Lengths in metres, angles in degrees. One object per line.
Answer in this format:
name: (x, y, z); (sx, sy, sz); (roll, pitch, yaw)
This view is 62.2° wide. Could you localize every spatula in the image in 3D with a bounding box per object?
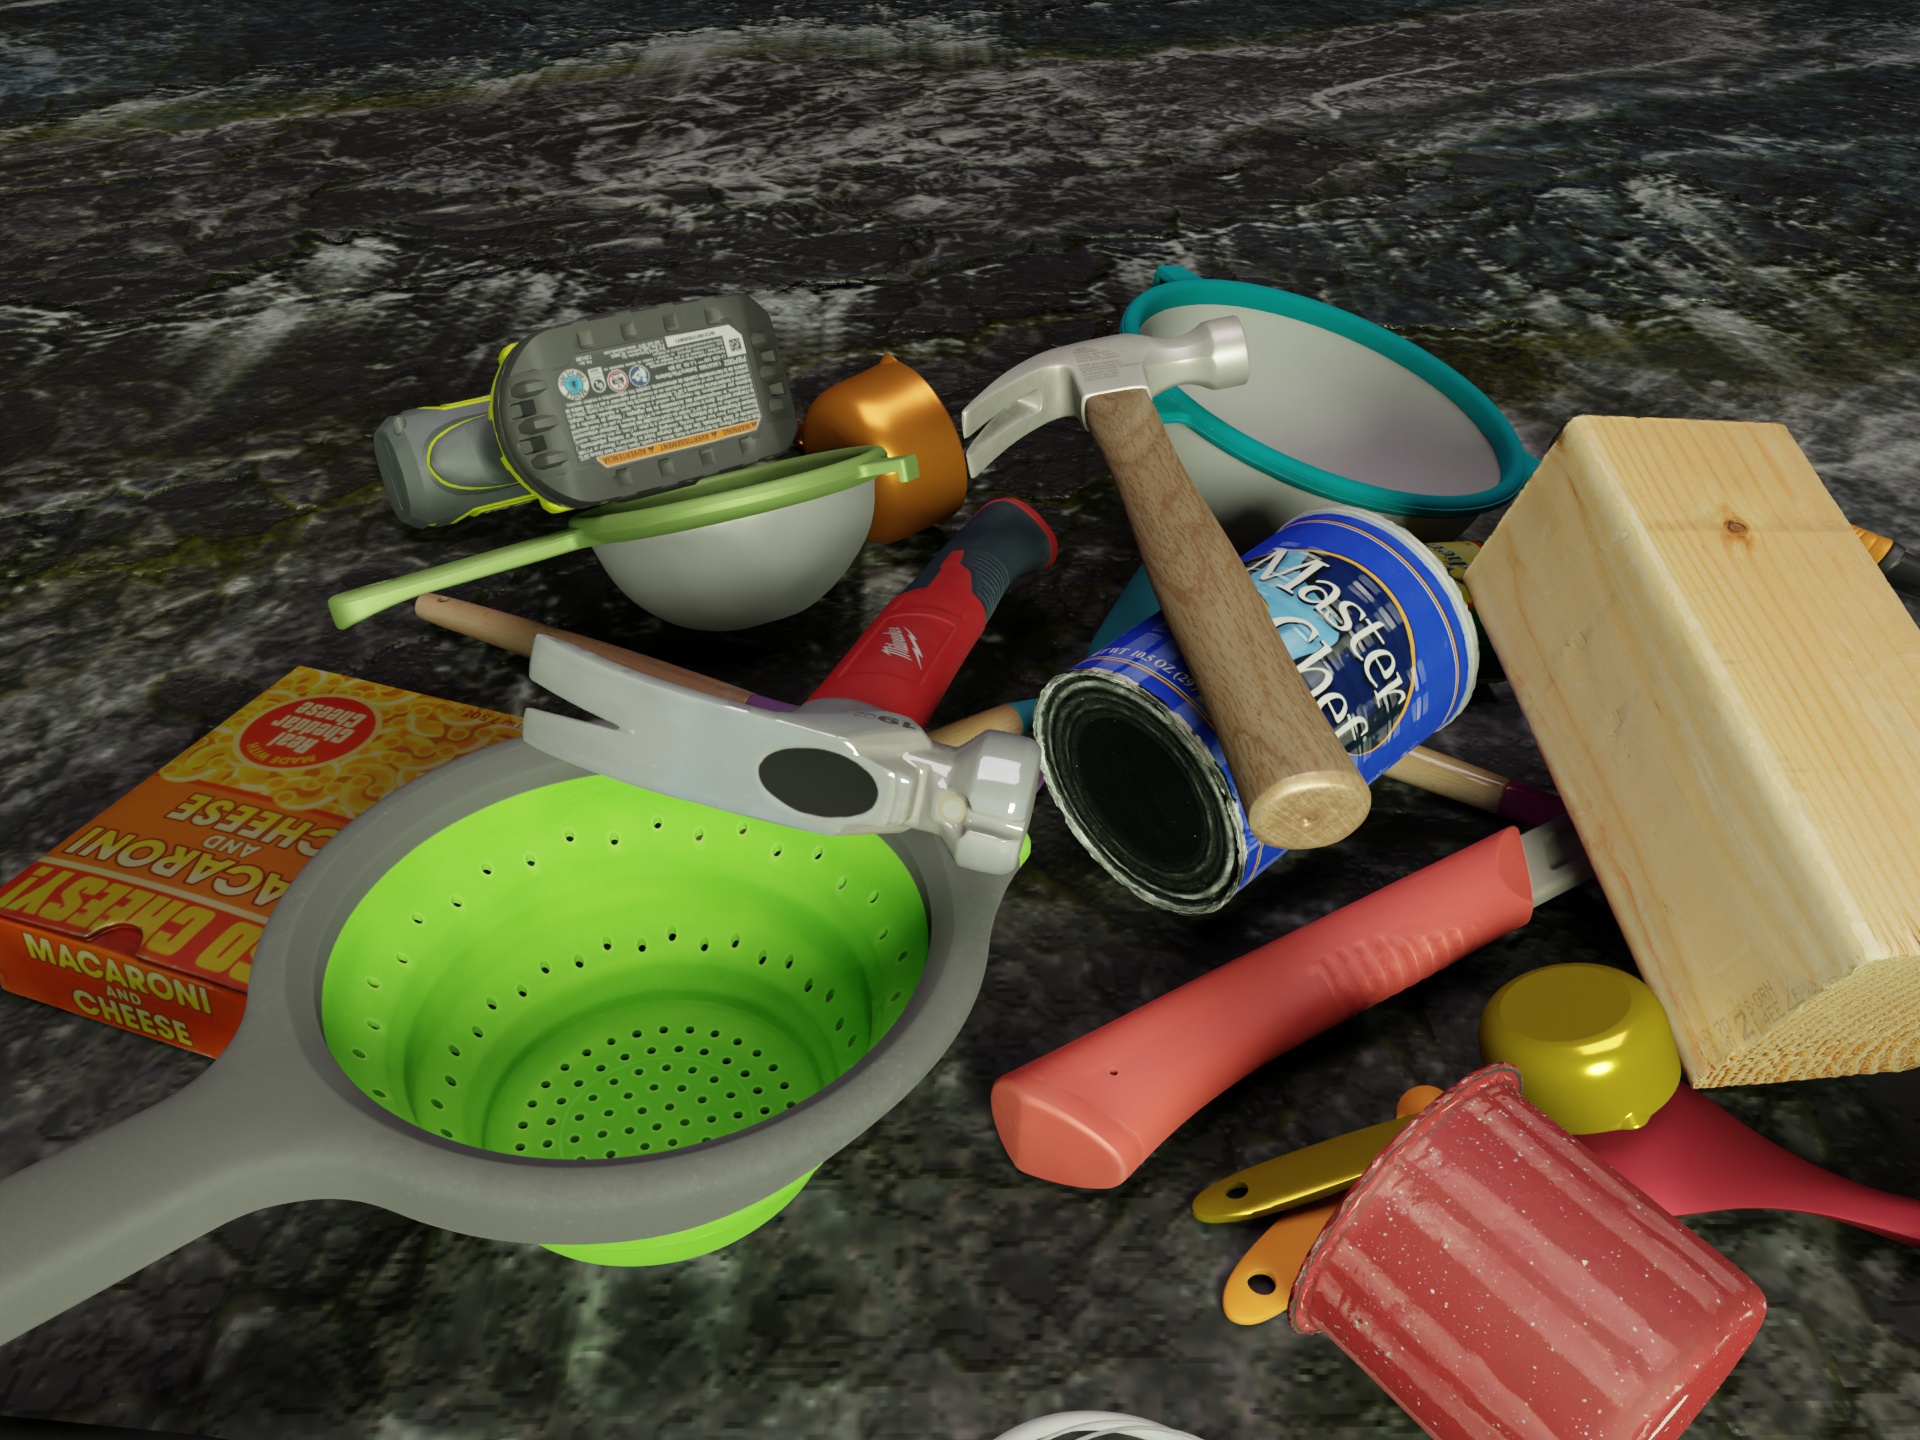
spatula: (-0.001, -0.002, 0.642); (0.317, 0.044, 0.082); (-22, 33, -33)
spatula: (-0.114, -0.010, 0.695); (0.316, 0.018, 0.060); (18, 36, 21)

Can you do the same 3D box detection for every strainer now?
strainer: (0.228, -0.110, 0.809); (0.340, 0.095, 0.211); (21, 37, -1)
strainer: (-0.146, -0.063, 0.720); (0.256, 0.069, 0.151); (-20, 15, -22)

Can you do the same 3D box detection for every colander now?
colander: (-0.155, 0.121, 0.429); (0.397, 0.094, 0.205); (-26, 43, -34)

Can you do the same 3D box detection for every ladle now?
ladle: (0.308, 0.158, 0.456); (0.315, 0.031, 0.069); (17, 35, 18)

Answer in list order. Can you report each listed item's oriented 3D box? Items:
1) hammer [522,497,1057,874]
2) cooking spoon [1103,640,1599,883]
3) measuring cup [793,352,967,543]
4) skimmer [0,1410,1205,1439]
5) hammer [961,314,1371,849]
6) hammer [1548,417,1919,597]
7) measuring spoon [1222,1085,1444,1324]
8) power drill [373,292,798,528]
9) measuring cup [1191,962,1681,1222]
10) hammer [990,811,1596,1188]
hammer: (-0.024, -0.042, 0.599); (0.143, 0.038, 0.386); (14, 18, 5)
cooking spoon: (0.199, 0.022, 0.657); (0.319, 0.017, 0.069); (21, 39, 26)
measuring cup: (-0.066, -0.142, 0.855); (0.052, 0.095, 0.174); (-31, 25, -27)
skimmer: (-0.083, 0.207, 0.364); (0.363, 0.090, 0.127); (0, 35, 16)
hammer: (0.077, -0.067, 0.580); (0.130, 0.031, 0.332); (-11, 36, 0)
hammer: (0.421, -0.089, 0.775); (0.127, 0.034, 0.337); (34, 5, -40)
measuring spoon: (0.117, 0.143, 0.481); (0.021, 0.011, 0.117); (29, 43, 35)
power drill: (-0.174, -0.151, 0.794); (0.190, 0.080, 0.229); (-20, 13, -28)
measuring cup: (0.140, 0.113, 0.480); (0.156, 0.029, 0.062); (-19, 20, -5)
hammer: (0.164, 0.061, 0.562); (0.359, 0.036, 0.149); (-20, 44, -24)
